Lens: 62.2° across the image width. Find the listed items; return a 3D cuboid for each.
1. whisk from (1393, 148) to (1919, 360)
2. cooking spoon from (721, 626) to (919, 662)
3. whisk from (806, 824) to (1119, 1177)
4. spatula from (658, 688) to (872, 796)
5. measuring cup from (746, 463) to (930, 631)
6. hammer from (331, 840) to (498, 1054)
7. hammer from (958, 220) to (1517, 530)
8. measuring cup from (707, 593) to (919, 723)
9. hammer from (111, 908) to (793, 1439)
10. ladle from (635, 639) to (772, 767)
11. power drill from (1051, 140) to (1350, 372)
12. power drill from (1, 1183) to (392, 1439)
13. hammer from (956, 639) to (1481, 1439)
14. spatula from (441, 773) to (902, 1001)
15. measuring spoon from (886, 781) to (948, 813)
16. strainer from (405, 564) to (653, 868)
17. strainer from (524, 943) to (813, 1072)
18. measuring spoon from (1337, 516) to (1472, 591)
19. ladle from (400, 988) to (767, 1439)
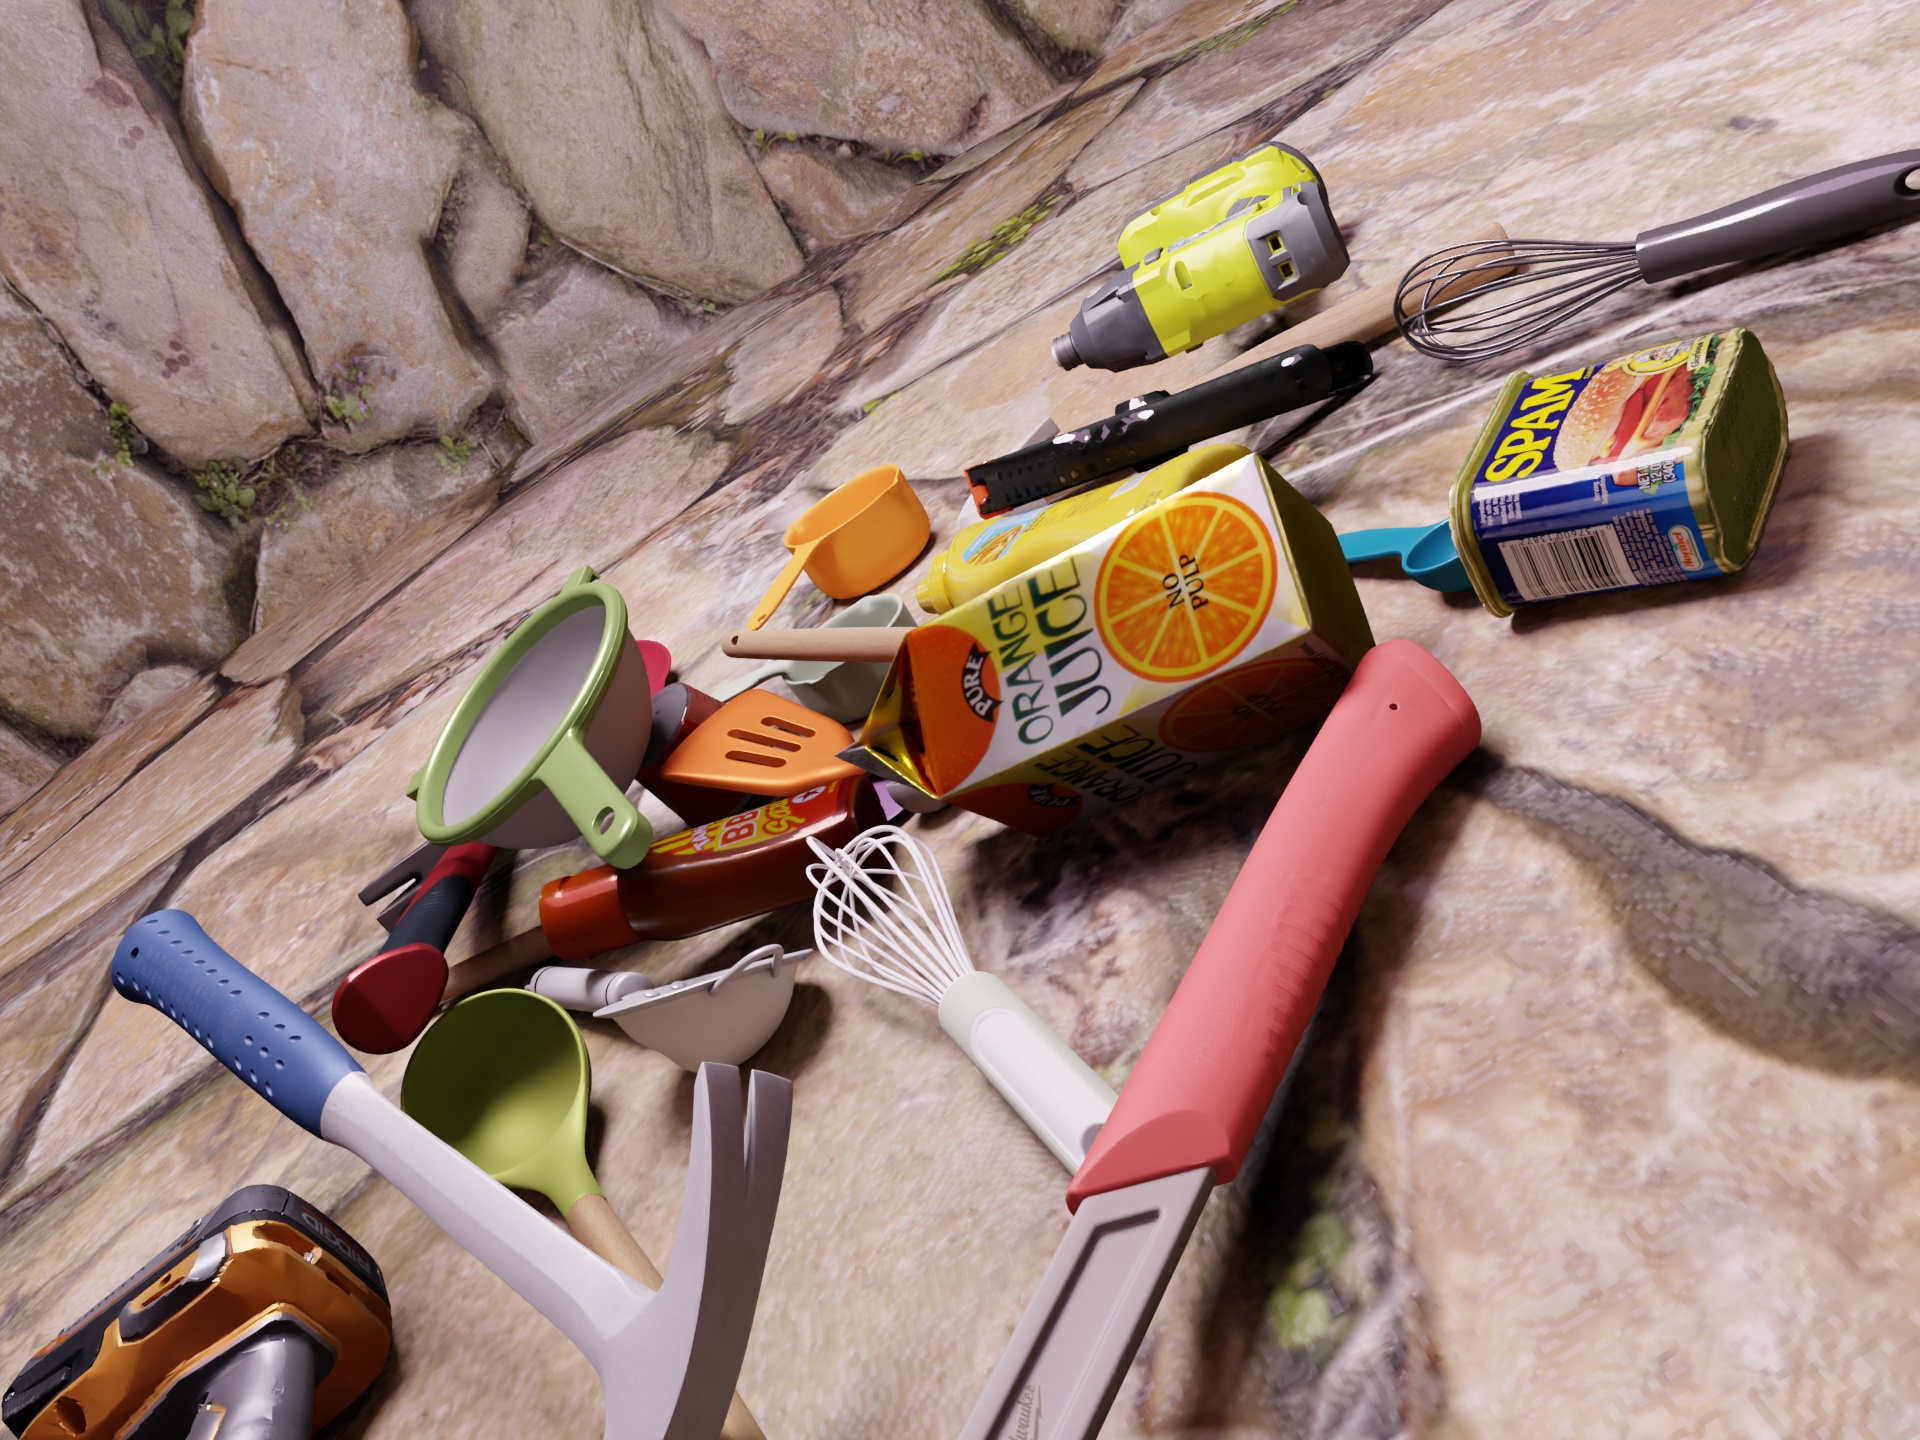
[{"bbox_3d":[0.302,-0.207,0.699,0.239,0.055,0.055,-8,35,40],"label":"whisk"},{"bbox_3d":[-0.009,-0.035,0.747,0.319,0.017,0.069,2,74,44],"label":"cooking spoon"},{"bbox_3d":[0.000,0.090,0.528,0.058,0.059,0.246,-49,29,-3],"label":"whisk"},{"bbox_3d":[-0.001,-0.002,0.694,0.322,0.041,0.081,-11,26,40],"label":"spatula"},{"bbox_3d":[-0.077,-0.090,0.982,0.095,0.052,0.174,-16,31,38],"label":"measuring cup"},{"bbox_3d":[-0.276,0.100,0.809,0.143,0.038,0.386,-37,12,-3],"label":"hammer"},{"bbox_3d":[0.145,-0.184,0.886,0.331,0.031,0.130,-25,25,20],"label":"hammer"},{"bbox_3d":[-0.089,-0.016,0.870,0.167,0.038,0.083,-23,26,31],"label":"measuring cup"},{"bbox_3d":[-0.203,0.131,0.547,0.406,0.035,0.144,14,80,44],"label":"hammer"},{"bbox_3d":[-0.174,-0.006,0.978,0.069,0.031,0.316,-40,25,-14],"label":"ladle"},{"bbox_3d":[0.147,-0.278,0.969,0.171,0.080,0.223,-21,19,23],"label":"power drill"},{"bbox_3d":[-0.254,0.269,0.487,0.185,0.084,0.226,-40,27,-7],"label":"power drill"},{"bbox_3d":[0.056,0.091,0.418,0.149,0.036,0.359,12,42,27],"label":"hammer"},{"bbox_3d":[-0.154,0.088,0.777,0.316,0.018,0.060,-24,26,23],"label":"spatula"},{"bbox_3d":[0.023,0.024,0.669,0.124,0.018,0.034,-11,3,33],"label":"measuring spoon"},{"bbox_3d":[-0.172,0.025,0.744,0.151,0.069,0.257,-53,33,-3],"label":"strainer"},{"bbox_3d":[-0.133,0.117,0.667,0.087,0.050,0.258,-12,1,-34],"label":"strainer"},{"bbox_3d":[0.175,-0.064,0.637,0.042,0.021,0.129,-41,14,-12],"label":"measuring spoon"},{"bbox_3d":[-0.125,0.170,0.533,0.078,0.062,0.320,-45,27,-14],"label":"ladle"}]
